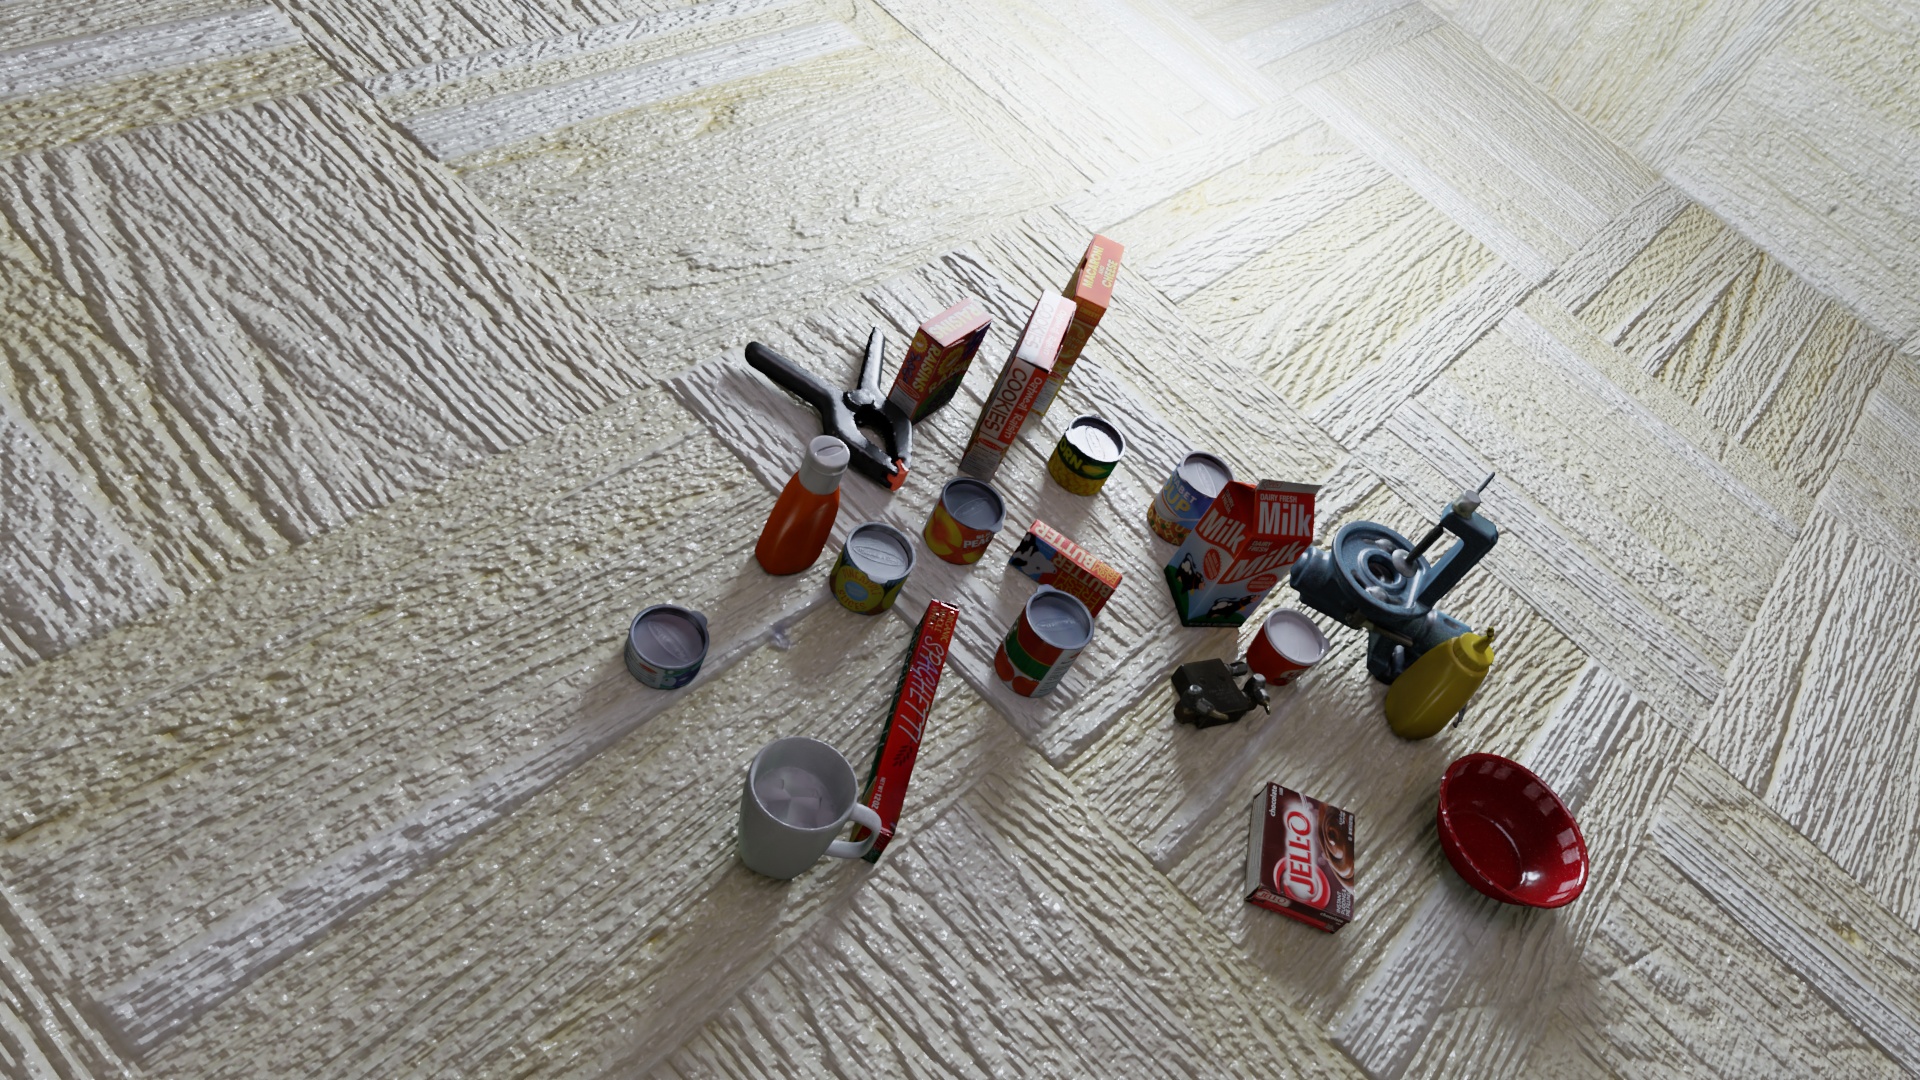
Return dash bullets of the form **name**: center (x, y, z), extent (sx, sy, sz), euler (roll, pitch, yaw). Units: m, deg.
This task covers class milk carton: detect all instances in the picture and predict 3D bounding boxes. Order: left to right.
- **milk carton**: center (0.280, 0.003, 1.368), extent (0.072, 0.189, 0.074), euler (4, 51, -23)

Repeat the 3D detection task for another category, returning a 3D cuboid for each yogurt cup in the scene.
- **yogurt cup**: center (0.323, 0.109, 1.393), extent (0.072, 0.053, 0.073), euler (13, 47, -15)

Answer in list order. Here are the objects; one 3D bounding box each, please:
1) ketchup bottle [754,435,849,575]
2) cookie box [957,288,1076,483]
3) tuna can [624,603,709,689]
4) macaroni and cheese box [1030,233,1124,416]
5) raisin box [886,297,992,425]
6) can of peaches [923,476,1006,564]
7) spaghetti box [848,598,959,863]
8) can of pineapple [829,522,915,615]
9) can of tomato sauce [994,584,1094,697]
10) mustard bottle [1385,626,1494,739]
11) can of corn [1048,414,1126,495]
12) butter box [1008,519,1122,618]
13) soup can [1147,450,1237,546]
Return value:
- **ketchup bottle**: center (-0.135, -0.030, 1.228), extent (0.065, 0.148, 0.043), euler (-20, 63, -37)
- **cookie box**: center (0.058, -0.157, 1.417), extent (0.040, 0.166, 0.123), euler (25, 45, -4)
- **tuna can**: center (-0.243, 0.087, 1.155), extent (0.071, 0.032, 0.071), euler (13, 47, -15)
- **macaroni and cheese box**: center (0.118, -0.234, 1.513), extent (0.040, 0.165, 0.124), euler (24, 46, -5)
- **raisin box**: center (-0.024, -0.181, 1.429), extent (0.040, 0.122, 0.086), euler (42, 47, 12)
- **can of peaches**: center (0.005, -0.017, 1.347), extent (0.071, 0.057, 0.071), euler (13, 47, -15)
- **spaghetti box**: center (-0.046, 0.154, 1.180), extent (0.029, 0.050, 0.251), euler (23, 46, -6)
- **can of pineapple**: center (-0.082, 0.027, 1.267), extent (0.071, 0.057, 0.071), euler (13, 47, -15)
- **can of tomato sauce**: center (0.074, 0.093, 1.267), extent (0.071, 0.082, 0.071), euler (13, 47, -15)
- **mustard bottle**: center (0.482, 0.135, 1.372), extent (0.049, 0.159, 0.065), euler (13, 48, -16)
- **can of corn**: center (0.131, -0.090, 1.470), extent (0.071, 0.058, 0.071), euler (13, 47, -15)
- **butter box**: center (0.103, 0.028, 1.358), extent (0.103, 0.052, 0.024), euler (33, 45, 4)
- **soup can**: center (0.241, -0.044, 1.465), extent (0.071, 0.083, 0.072), euler (13, 47, -15)
